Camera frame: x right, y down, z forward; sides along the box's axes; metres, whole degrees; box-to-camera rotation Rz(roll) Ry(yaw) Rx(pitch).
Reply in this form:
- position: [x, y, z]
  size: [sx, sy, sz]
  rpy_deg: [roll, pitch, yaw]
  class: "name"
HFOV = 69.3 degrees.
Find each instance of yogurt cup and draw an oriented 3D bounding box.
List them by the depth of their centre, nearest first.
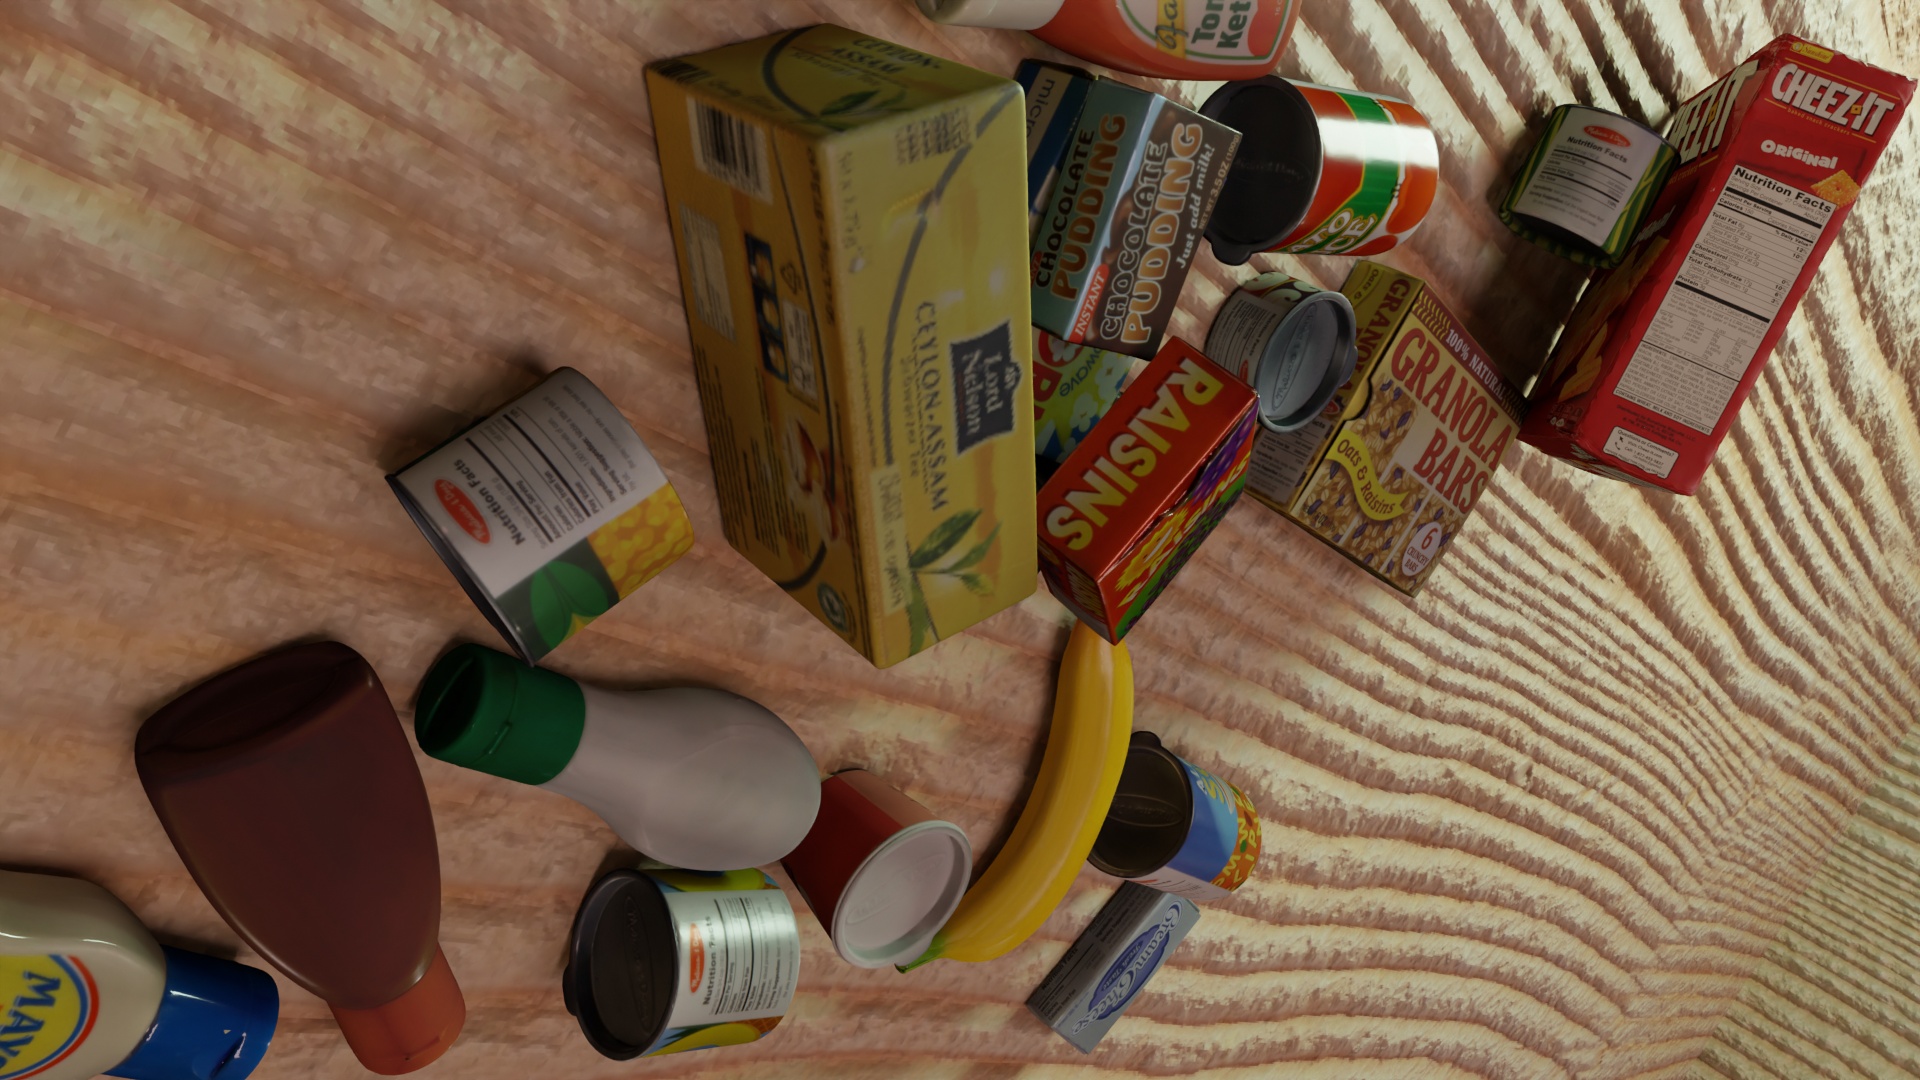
- position: [-0.037, 0.130, 0.567]
  size: [0.073, 0.054, 0.072]
  rpy_deg: [-23, 129, -32]
  class: "yogurt cup"

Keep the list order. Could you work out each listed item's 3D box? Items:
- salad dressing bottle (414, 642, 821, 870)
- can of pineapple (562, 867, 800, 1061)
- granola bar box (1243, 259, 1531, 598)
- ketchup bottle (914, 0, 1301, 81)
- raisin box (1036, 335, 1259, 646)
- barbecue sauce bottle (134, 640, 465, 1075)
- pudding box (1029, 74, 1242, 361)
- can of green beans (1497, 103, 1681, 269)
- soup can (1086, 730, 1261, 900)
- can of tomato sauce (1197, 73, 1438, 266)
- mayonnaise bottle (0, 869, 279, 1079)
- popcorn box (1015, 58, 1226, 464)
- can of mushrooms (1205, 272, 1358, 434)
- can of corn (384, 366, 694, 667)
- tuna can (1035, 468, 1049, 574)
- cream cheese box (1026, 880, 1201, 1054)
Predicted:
- position: [-0.111, 0.073, 0.471]
  size: [0.147, 0.044, 0.064]
  rpy_deg: [32, 93, -47]
  class: "salad dressing bottle"
- position: [-0.103, 0.154, 0.514]
  size: [0.058, 0.071, 0.071]
  rpy_deg: [14, 105, -47]
  class: "can of pineapple"
- position: [0.220, -0.050, 0.706]
  size: [0.165, 0.039, 0.124]
  rpy_deg: [24, 97, -48]
  class: "granola bar box"
- position: [0.051, -0.187, 0.460]
  size: [0.149, 0.043, 0.064]
  rpy_deg: [-13, 120, -37]
  class: "ketchup bottle"
- position: [0.068, -0.013, 0.516]
  size: [0.086, 0.040, 0.123]
  rpy_deg: [-49, 164, -5]
  class: "raisin box"
- position: [-0.187, 0.103, 0.418]
  size: [0.065, 0.044, 0.147]
  rpy_deg: [-28, 132, -29]
  class: "barbecue sauce bottle"
- position: [0.055, -0.106, 0.464]
  size: [0.050, 0.030, 0.083]
  rpy_deg: [7, 109, -44]
  class: "pudding box"
- position: [0.313, -0.176, 0.694]
  size: [0.071, 0.071, 0.057]
  rpy_deg: [19, 102, -47]
  class: "can of green beans"
- position: [0.106, 0.140, 0.699]
  size: [0.083, 0.071, 0.071]
  rpy_deg: [31, 92, -49]
  class: "soup can"
- position: [0.139, -0.144, 0.550]
  size: [0.083, 0.071, 0.071]
  rpy_deg: [-9, 120, -40]
  class: "can of tomato sauce"
- position: [-0.254, 0.115, 0.364]
  size: [0.065, 0.041, 0.148]
  rpy_deg: [-54, 138, -5]
  class: "mayonnaise bottle"
- position: [0.034, -0.096, 0.503]
  size: [0.085, 0.038, 0.126]
  rpy_deg: [17, 102, -47]
  class: "popcorn box"
- position: [0.143, -0.083, 0.618]
  size: [0.071, 0.033, 0.070]
  rpy_deg: [-22, 128, -32]
  class: "can of mushrooms"
- position: [-0.119, -0.007, 0.398]
  size: [0.058, 0.071, 0.070]
  rpy_deg: [-38, 135, -20]
  class: "can of corn"
- position: [0.002, -0.007, 0.534]
  size: [0.071, 0.033, 0.070]
  rpy_deg: [-23, 129, -32]
  class: "tuna can"
- position: [0.086, 0.231, 0.768]
  size: [0.104, 0.024, 0.053]
  rpy_deg: [-48, 138, -9]
  class: "cream cheese box"
